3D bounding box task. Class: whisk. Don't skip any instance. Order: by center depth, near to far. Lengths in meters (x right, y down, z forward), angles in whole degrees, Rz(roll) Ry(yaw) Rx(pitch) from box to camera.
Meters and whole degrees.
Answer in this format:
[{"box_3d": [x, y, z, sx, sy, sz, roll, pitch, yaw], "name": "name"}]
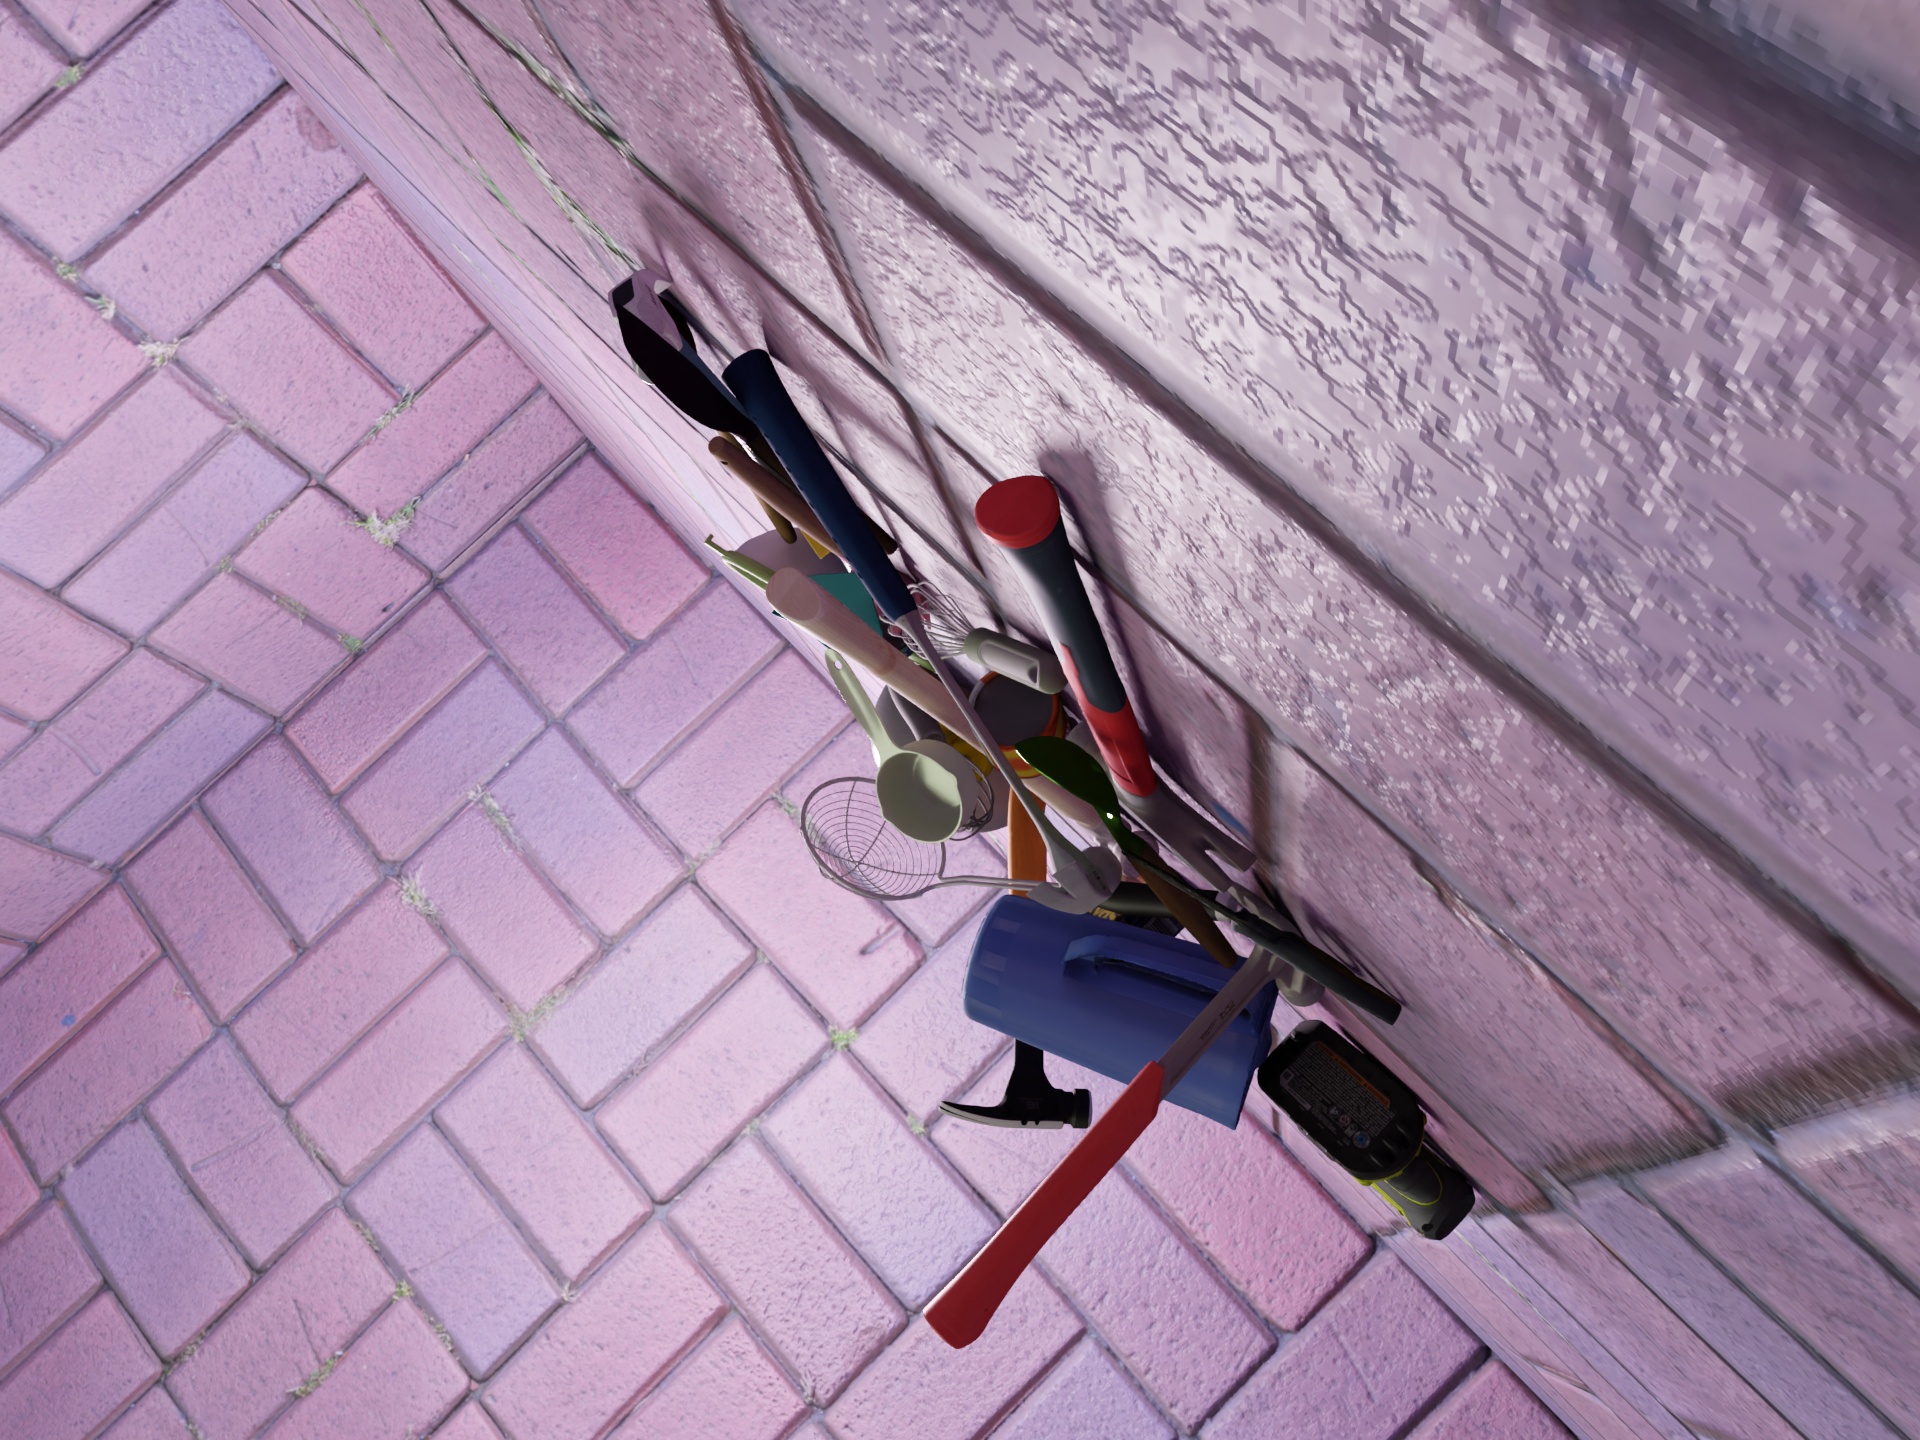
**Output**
[{"box_3d": [0.009, -0.054, 1.095, 0.246, 0.059, 0.057, -152, 62, -61], "name": "whisk"}, {"box_3d": [-0.025, 0.019, 1.311, 0.055, 0.055, 0.239, 50, -173, -37], "name": "whisk"}]

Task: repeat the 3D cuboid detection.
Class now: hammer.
[{"box_3d": [0.083, -0.012, 0.855, 0.143, 0.038, 0.386, 42, 174, 25], "name": "hammer"}, {"box_3d": [-0.028, -0.056, 0.979, 0.405, 0.035, 0.144, 57, -169, 6], "name": "hammer"}, {"box_3d": [0.103, 0.271, 1.069, 0.037, 0.359, 0.149, 39, 174, 44], "name": "hammer"}, {"box_3d": [-0.146, -0.200, 1.145, 0.330, 0.033, 0.128, 46, -165, -52], "name": "hammer"}, {"box_3d": [-0.002, -0.004, 1.216, 0.410, 0.038, 0.146, 37, -177, -41], "name": "hammer"}, {"box_3d": [0.051, 0.184, 1.386, 0.034, 0.127, 0.337, 96, 177, -64], "name": "hammer"}]

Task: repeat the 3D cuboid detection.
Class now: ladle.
[{"box_3d": [-0.187, -0.233, 1.268, 0.069, 0.031, 0.315, 53, 175, 32], "name": "ladle"}]

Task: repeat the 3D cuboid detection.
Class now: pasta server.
[{"box_3d": [-0.098, -0.128, 1.149, 0.060, 0.040, 0.316, 1, 165, 22], "name": "pasta server"}]

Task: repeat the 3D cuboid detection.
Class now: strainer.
[{"box_3d": [-0.100, -0.116, 1.427, 0.257, 0.069, 0.151, 27, 176, 34], "name": "strainer"}, {"box_3d": [-0.062, 0.013, 1.538, 0.340, 0.095, 0.211, 35, 179, -23], "name": "strainer"}]

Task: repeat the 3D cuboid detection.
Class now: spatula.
[{"box_3d": [-0.124, -0.176, 1.050, 0.315, 0.018, 0.060, 34, -147, -57], "name": "spatula"}, {"box_3d": [-0.035, -0.049, 1.303, 0.082, 0.044, 0.317, -4, 164, 28], "name": "spatula"}]

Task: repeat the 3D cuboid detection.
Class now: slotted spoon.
[{"box_3d": [0.119, 0.091, 1.015, 0.070, 0.031, 0.313, 41, 176, 43], "name": "slotted spoon"}]

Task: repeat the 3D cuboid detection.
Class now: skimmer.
[{"box_3d": [0.039, 0.104, 1.251, 0.363, 0.127, 0.090, 3, 118, 32], "name": "skimmer"}]

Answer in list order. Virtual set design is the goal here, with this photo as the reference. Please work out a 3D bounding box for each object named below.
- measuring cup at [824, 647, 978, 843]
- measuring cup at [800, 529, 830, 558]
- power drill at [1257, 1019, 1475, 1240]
[{"box_3d": [-0.047, 0.013, 1.193, 0.167, 0.083, 0.038, 58, -141, -1], "name": "measuring cup"}, {"box_3d": [-0.135, -0.189, 1.376, 0.062, 0.029, 0.157, 56, -177, -31], "name": "measuring cup"}, {"box_3d": [0.329, 0.335, 1.338, 0.191, 0.080, 0.228, 41, 176, 37], "name": "power drill"}]
